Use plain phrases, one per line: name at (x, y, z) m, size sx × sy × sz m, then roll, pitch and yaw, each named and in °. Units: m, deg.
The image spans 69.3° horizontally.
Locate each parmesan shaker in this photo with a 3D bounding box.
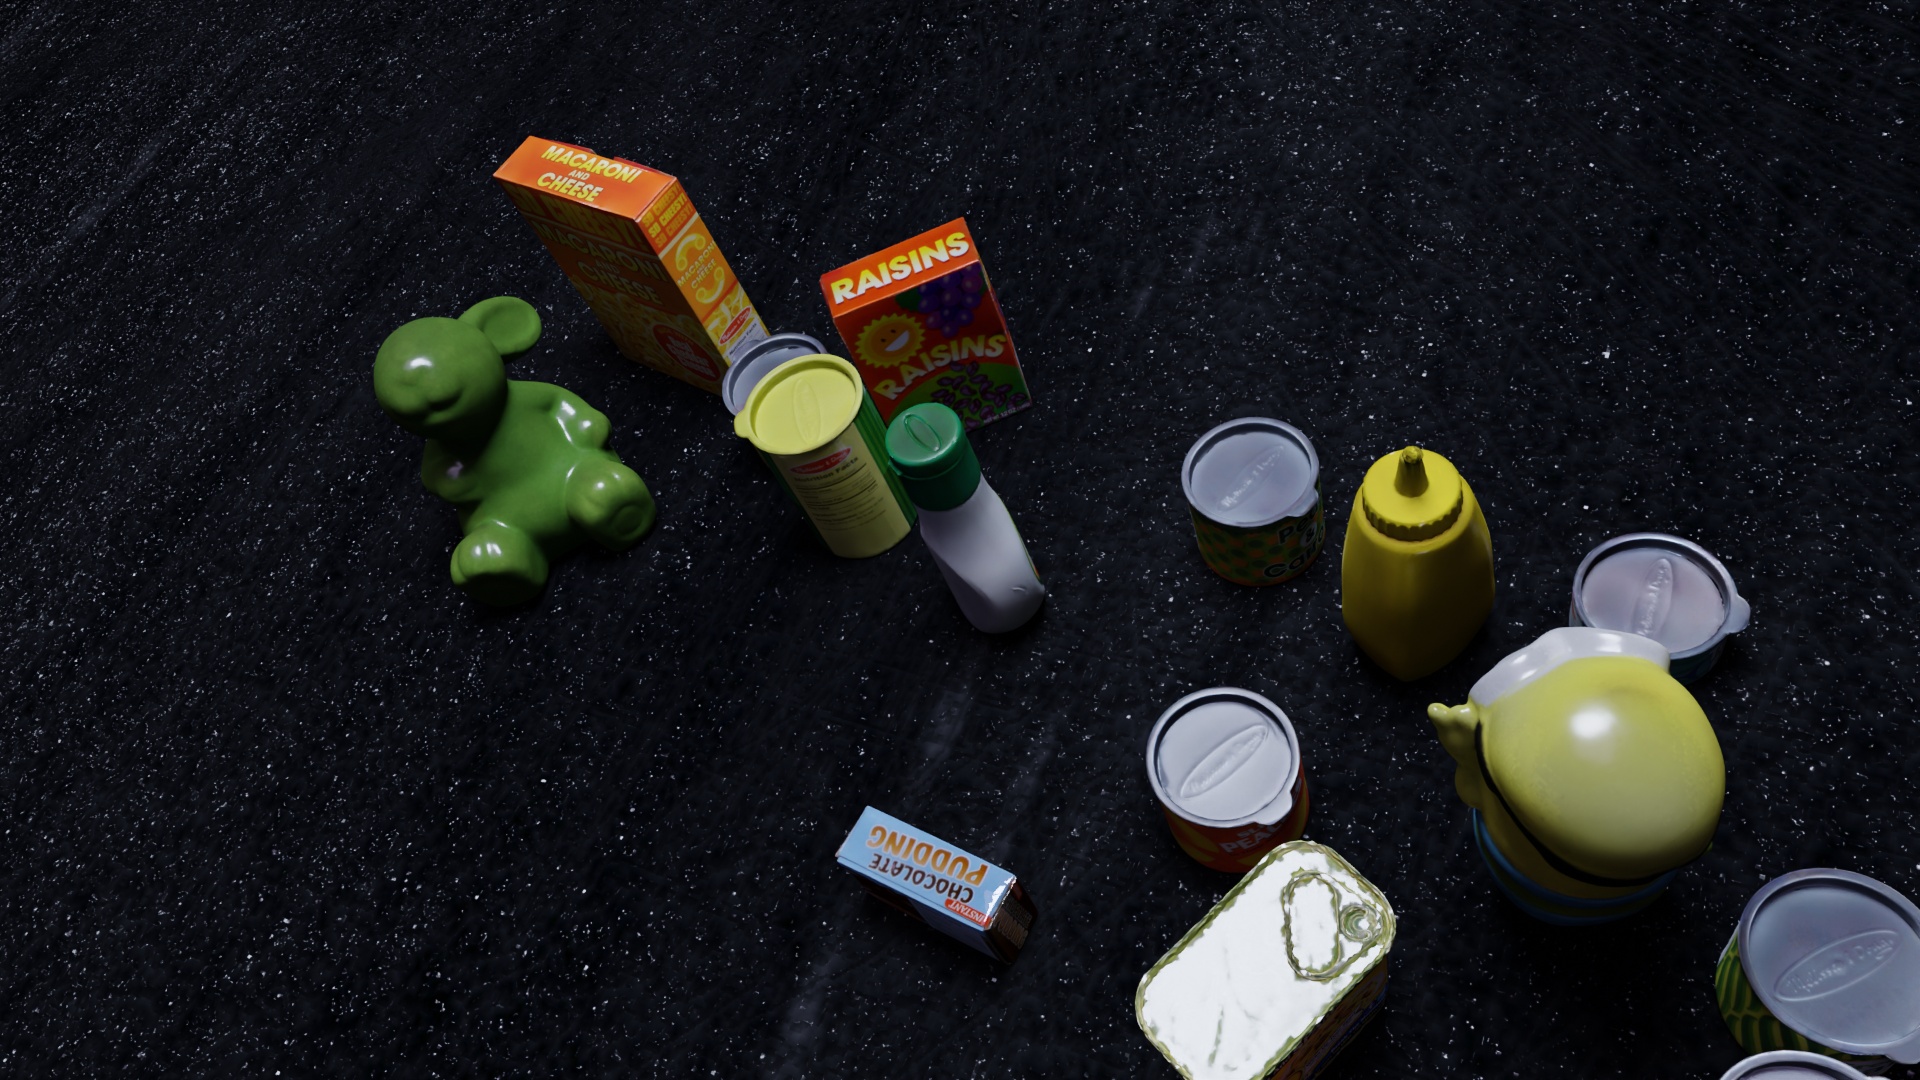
parmesan shaker at (-0.071, -0.043, 0.761) m, size 0.071 × 0.102 × 0.071 m, roll -9°, pitch 55°, yaw 13°

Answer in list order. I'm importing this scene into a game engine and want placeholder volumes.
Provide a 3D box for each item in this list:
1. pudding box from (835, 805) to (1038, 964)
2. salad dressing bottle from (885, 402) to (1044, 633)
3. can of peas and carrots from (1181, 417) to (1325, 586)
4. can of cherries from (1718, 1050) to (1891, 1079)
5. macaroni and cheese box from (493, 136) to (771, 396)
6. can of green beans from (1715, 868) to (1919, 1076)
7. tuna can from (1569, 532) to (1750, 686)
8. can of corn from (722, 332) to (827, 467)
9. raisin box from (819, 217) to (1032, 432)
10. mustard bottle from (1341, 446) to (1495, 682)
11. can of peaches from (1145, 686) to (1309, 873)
pudding box at (-0.011, 0.157, 0.635) m, size 0.084 × 0.049 × 0.030 m, roll 19°, pitch 65°, yaw 28°
salad dressing bottle at (0.002, -0.009, 0.684) m, size 0.044 × 0.147 × 0.064 m, roll -36°, pitch 53°, yaw -7°
can of peas and carrots at (0.150, -0.018, 0.697) m, size 0.071 × 0.058 × 0.071 m, roll -9°, pitch 55°, yaw 13°
can of cherries at (0.295, 0.218, 0.485) m, size 0.071 × 0.058 × 0.072 m, roll -9°, pitch 55°, yaw 13°
macaroni and cheese box at (-0.189, -0.161, 0.842) m, size 0.124 × 0.165 × 0.040 m, roll 22°, pitch 67°, yaw 30°
can of green beans at (0.321, 0.163, 0.515) m, size 0.071 × 0.057 × 0.071 m, roll -9°, pitch 55°, yaw 13°
tuna can at (0.312, 0.033, 0.624) m, size 0.071 × 0.032 × 0.071 m, roll -9°, pitch 54°, yaw 13°
can of corn at (-0.101, -0.081, 0.825) m, size 0.071 × 0.058 × 0.071 m, roll -9°, pitch 55°, yaw 13°
raisin box at (-0.016, -0.111, 0.776) m, size 0.086 × 0.123 × 0.040 m, roll -21°, pitch 53°, yaw 4°
mustard bottle at (0.198, 0.003, 0.603) m, size 0.065 × 0.159 × 0.049 m, roll -36°, pitch 53°, yaw -7°
can of peaches at (0.121, 0.109, 0.619) m, size 0.071 × 0.057 × 0.071 m, roll -9°, pitch 55°, yaw 13°
